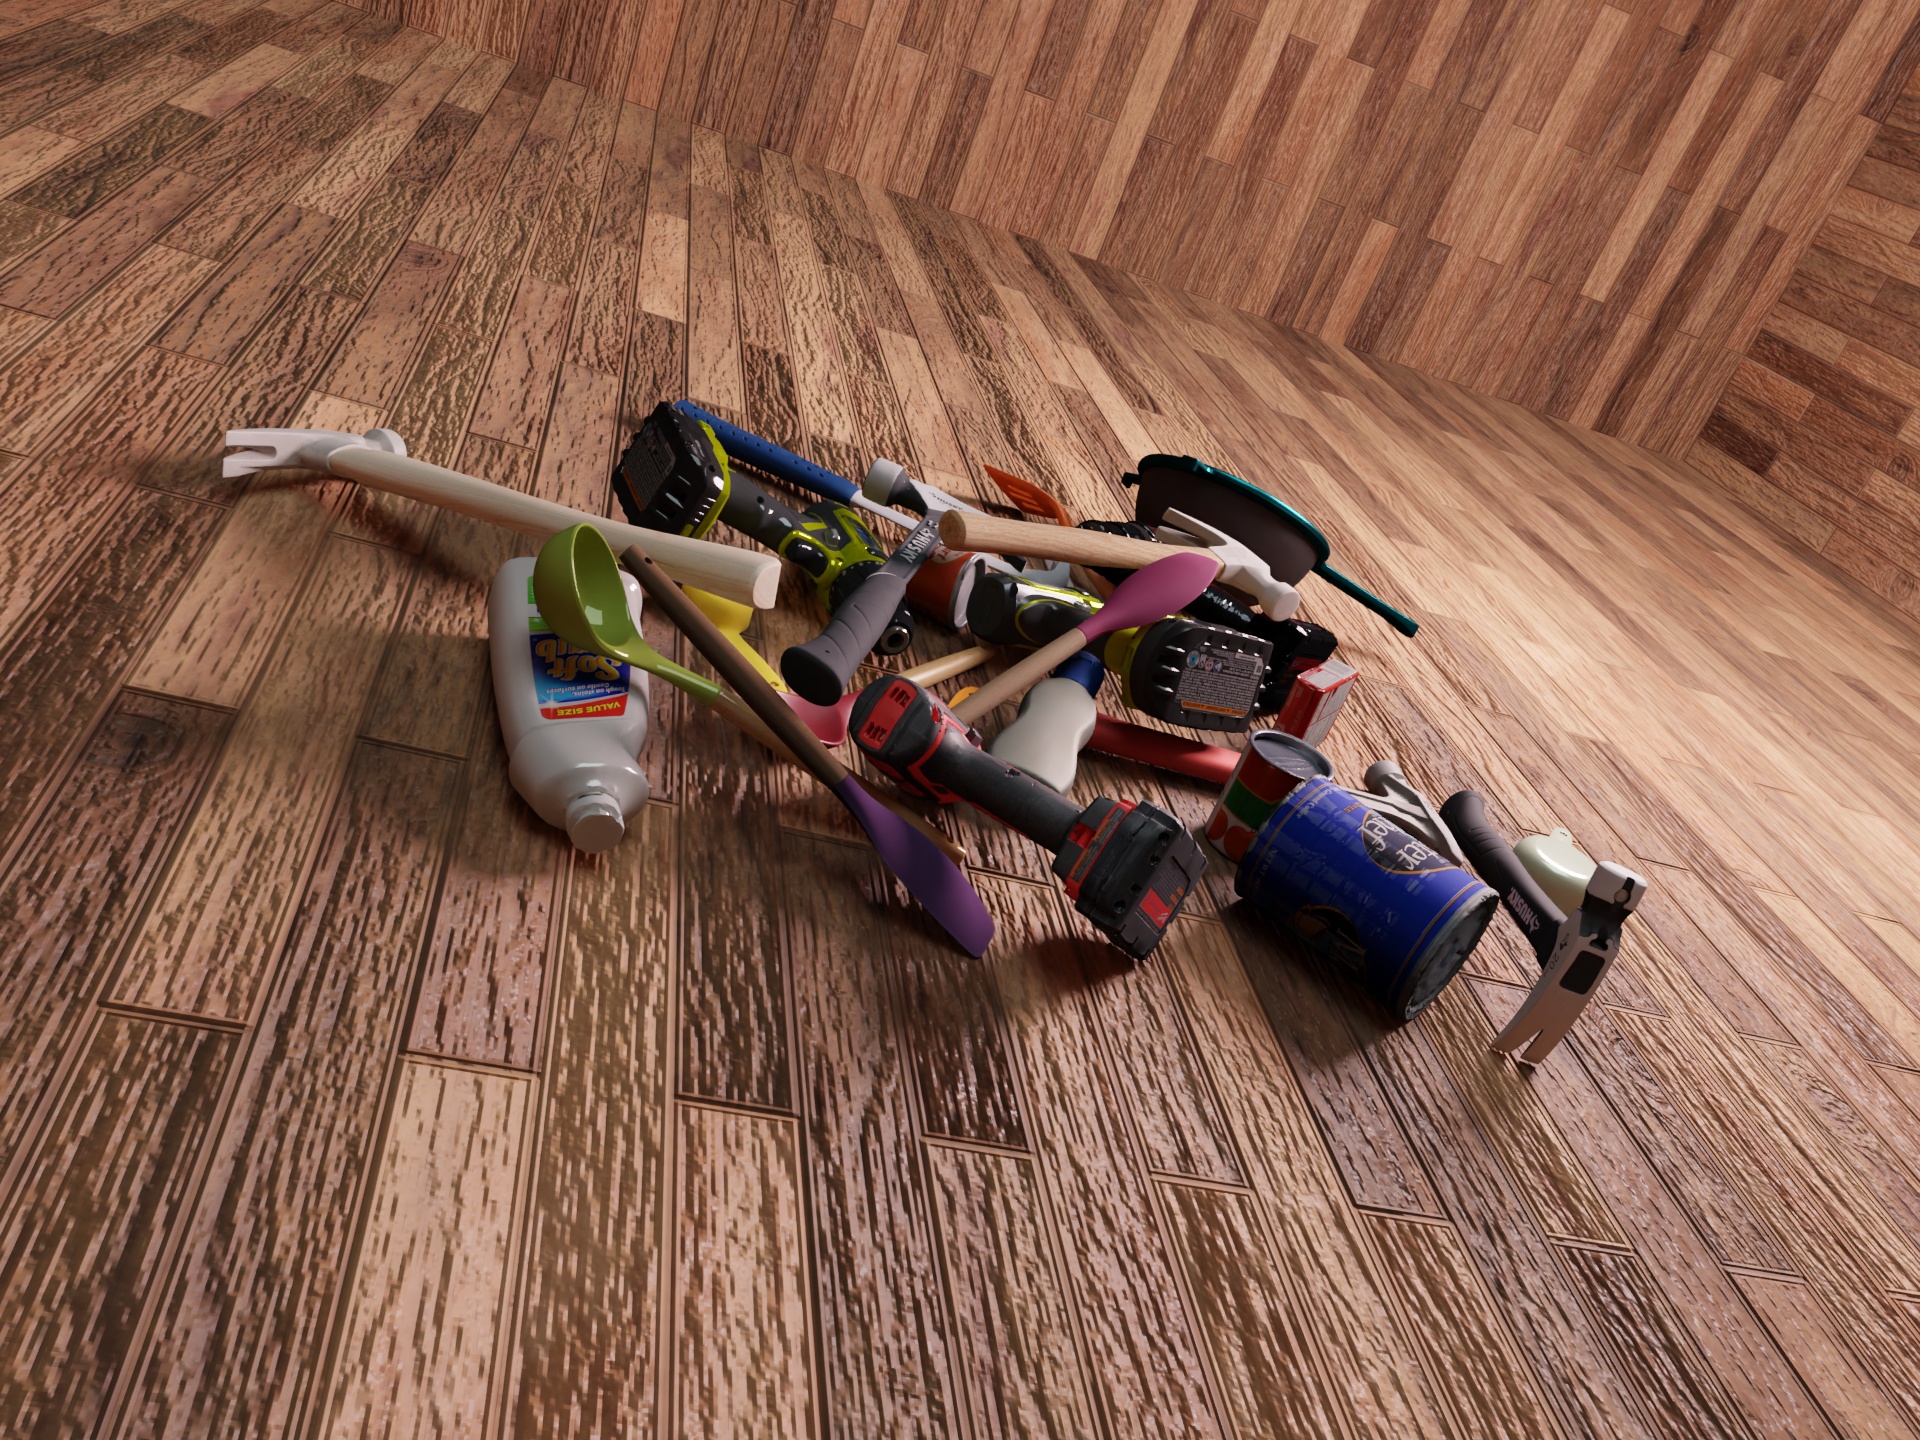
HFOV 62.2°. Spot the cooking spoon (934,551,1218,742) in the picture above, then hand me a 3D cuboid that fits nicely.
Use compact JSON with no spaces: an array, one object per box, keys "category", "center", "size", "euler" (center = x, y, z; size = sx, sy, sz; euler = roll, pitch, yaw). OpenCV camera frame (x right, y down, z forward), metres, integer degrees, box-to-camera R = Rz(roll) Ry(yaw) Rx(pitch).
[{"category":"cooking spoon","center":[0.068,-0.049,1.154],"size":[0.319,0.017,0.069],"euler":[-34,37,-26]}]

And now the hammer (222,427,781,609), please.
[{"category":"hammer","center":[-0.302,-0.139,1.063],"size":[0.411,0.038,0.146],"euler":[18,16,24]}]

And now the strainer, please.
[{"category":"strainer","center":[0.307,-0.143,1.599],"size":[0.340,0.095,0.211],"euler":[30,-4,-13]}]

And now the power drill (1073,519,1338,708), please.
[{"category":"power drill","center":[0.207,-0.107,1.417],"size":[0.227,0.080,0.187],"euler":[40,18,25]}]

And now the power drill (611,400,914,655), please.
[{"category":"power drill","center":[-0.141,-0.139,1.220],"size":[0.228,0.080,0.191],"euler":[26,19,-35]}]

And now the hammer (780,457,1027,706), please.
[{"category":"hammer","center":[-0.045,-0.098,1.130],"size":[0.149,0.036,0.409],"euler":[25,25,1]}]

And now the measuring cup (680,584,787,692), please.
[{"category":"measuring cup","center":[-0.159,-0.066,1.161],"size":[0.062,0.029,0.157],"euler":[2,30,-35]}]

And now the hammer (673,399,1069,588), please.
[{"category":"hammer","center":[-0.085,-0.201,1.469],"size":[0.405,0.035,0.144],"euler":[26,29,9]}]

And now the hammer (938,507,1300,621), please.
[{"category":"hammer","center":[0.121,-0.137,1.271],"size":[0.331,0.031,0.130],"euler":[2,34,-37]}]

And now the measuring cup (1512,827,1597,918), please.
[{"category":"measuring cup","center":[0.500,0.110,1.324],"size":[0.083,0.038,0.167],"euler":[30,29,15]}]

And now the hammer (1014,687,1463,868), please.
[{"category":"hammer","center":[0.213,0.042,1.239],"size":[0.359,0.036,0.149],"euler":[15,27,-15]}]

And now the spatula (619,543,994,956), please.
[{"category":"spatula","center":[-0.088,0.017,0.941],"size":[0.316,0.018,0.060],"euler":[47,26,-6]}]

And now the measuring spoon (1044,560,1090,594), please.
[{"category":"measuring spoon","center":[0.101,-0.136,1.511],"size":[0.034,0.018,0.124],"euler":[12,27,-19]}]

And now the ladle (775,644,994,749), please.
[{"category":"ladle","center":[-0.054,-0.024,1.171],"size":[0.069,0.031,0.315],"euler":[37,27,18]}]

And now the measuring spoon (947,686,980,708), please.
[{"category":"measuring spoon","center":[-0.002,-0.004,1.194],"size":[0.021,0.011,0.117],"euler":[24,22,6]}]

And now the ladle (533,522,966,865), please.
[{"category":"ladle","center":[-0.121,-0.008,0.971],"size":[0.320,0.062,0.078],"euler":[34,24,-13]}]

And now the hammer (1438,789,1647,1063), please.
[{"category":"hammer","center":[0.400,0.123,1.163],"size":[0.035,0.146,0.335],"euler":[21,15,-2]}]

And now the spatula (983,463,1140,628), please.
[{"category":"spatula","center":[0.113,-0.151,1.527],"size":[0.080,0.041,0.323],"euler":[43,13,-46]}]

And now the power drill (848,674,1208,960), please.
[{"category":"power drill","center":[0.039,0.056,1.000],"size":[0.220,0.078,0.143],"euler":[31,-7,25]}]

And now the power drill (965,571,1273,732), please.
[{"category":"power drill","center":[0.135,-0.061,1.285],"size":[0.171,0.080,0.223],"euler":[8,12,-41]}]
